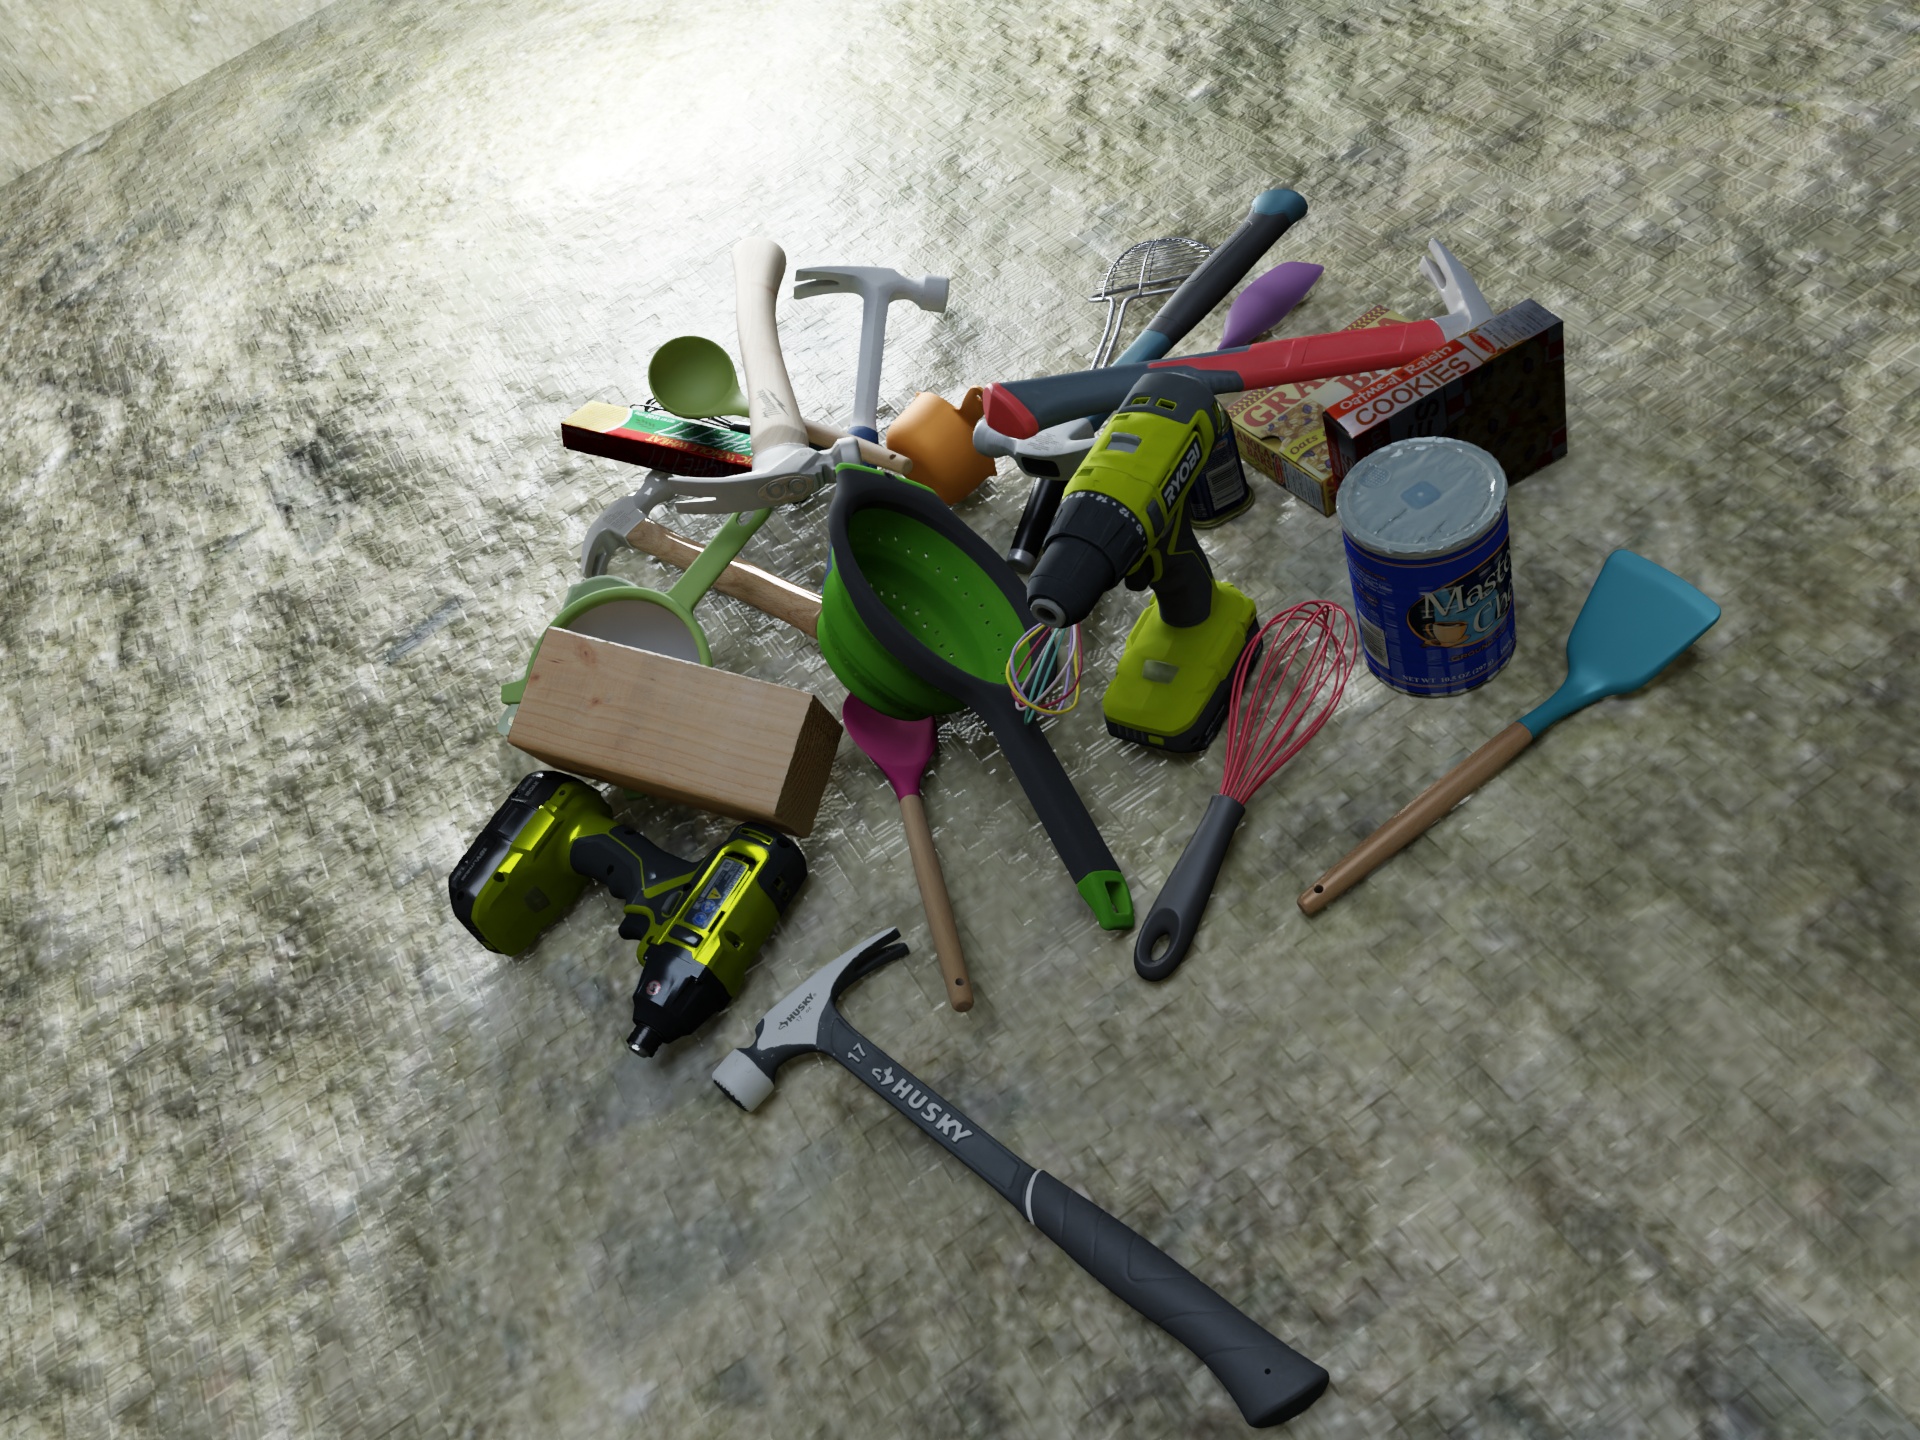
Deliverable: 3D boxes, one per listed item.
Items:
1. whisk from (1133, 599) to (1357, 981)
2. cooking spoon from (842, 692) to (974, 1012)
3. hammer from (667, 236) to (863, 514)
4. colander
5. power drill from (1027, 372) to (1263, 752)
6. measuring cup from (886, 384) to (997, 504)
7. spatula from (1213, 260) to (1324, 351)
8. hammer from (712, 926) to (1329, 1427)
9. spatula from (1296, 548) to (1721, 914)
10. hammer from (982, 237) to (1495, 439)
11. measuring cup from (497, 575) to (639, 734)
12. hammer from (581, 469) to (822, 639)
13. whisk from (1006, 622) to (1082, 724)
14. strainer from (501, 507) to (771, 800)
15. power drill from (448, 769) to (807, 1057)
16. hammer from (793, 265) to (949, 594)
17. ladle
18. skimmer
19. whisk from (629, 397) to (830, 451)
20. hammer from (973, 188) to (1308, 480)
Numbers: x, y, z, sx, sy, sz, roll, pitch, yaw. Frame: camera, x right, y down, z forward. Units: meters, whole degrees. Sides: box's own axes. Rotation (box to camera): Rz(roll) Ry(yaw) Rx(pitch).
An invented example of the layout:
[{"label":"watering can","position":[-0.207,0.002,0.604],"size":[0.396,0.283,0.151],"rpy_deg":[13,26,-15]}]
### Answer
[{"label":"whisk","position":[0.182,0.038,1.027],"size":[0.073,0.073,0.296],"rpy_deg":[16,65,32]},{"label":"cooking spoon","position":[-0.030,0.073,1.084],"size":[0.068,0.017,0.319],"rpy_deg":[-1,39,-14]},{"label":"hammer","position":[-0.176,-0.304,1.341],"size":[0.146,0.038,0.411],"rpy_deg":[-11,42,-3]},{"label":"colander","position":[-0.002,-0.004,1.108],"size":[0.094,0.204,0.397],"rpy_deg":[-45,57,29]},{"label":"power drill","position":[0.120,-0.083,1.033],"size":[0.080,0.228,0.191],"rpy_deg":[15,59,32]},{"label":"measuring cup","position":[-0.013,-0.223,1.262],"size":[0.095,0.173,0.052],"rpy_deg":[45,80,-3]},{"label":"spatula","position":[0.199,-0.286,1.319],"size":[0.060,0.018,0.316],"rpy_deg":[21,61,40]},{"label":"hammer","position":[0.033,0.259,0.914],"size":[0.409,0.036,0.149],"rpy_deg":[29,65,37]},{"label":"spatula","position":[0.331,0.015,0.992],"size":[0.317,0.044,0.082],"rpy_deg":[-37,51,-9]},{"label":"hammer","position":[0.201,-0.266,1.147],"size":[0.386,0.038,0.143],"rpy_deg":[-10,62,-11]},{"label":"measuring cup","position":[-0.319,-0.049,1.315],"size":[0.167,0.038,0.083],"rpy_deg":[-45,87,7]},{"label":"hammer","position":[-0.209,-0.127,1.323],"size":[0.332,0.031,0.130],"rpy_deg":[27,67,43]},{"label":"whisk","position":[0.077,-0.067,1.125],"size":[0.047,0.051,0.245],"rpy_deg":[6,31,14]},{"label":"strainer","position":[-0.225,-0.065,1.244],"size":[0.151,0.069,0.256],"rpy_deg":[34,82,17]},{"label":"power drill","position":[-0.239,0.129,1.108],"size":[0.223,0.080,0.171],"rpy_deg":[16,59,29]},{"label":"hammer","position":[-0.090,-0.257,1.379],"size":[0.144,0.035,0.406],"rpy_deg":[7,54,-5]},{"label":"ladle","position":[-0.155,-0.261,1.339],"size":[0.320,0.062,0.078],"rpy_deg":[27,70,40]},{"label":"skimmer","position":[0.126,-0.262,1.321],"size":[0.127,0.090,0.363],"rpy_deg":[4,63,40]},{"label":"whisk","position":[-0.203,-0.264,1.447],"size":[0.239,0.055,0.055],"rpy_deg":[11,57,25]},{"label":"hammer","position":[0.158,-0.301,1.221],"size":[0.128,0.033,0.331],"rpy_deg":[26,65,38]}]
